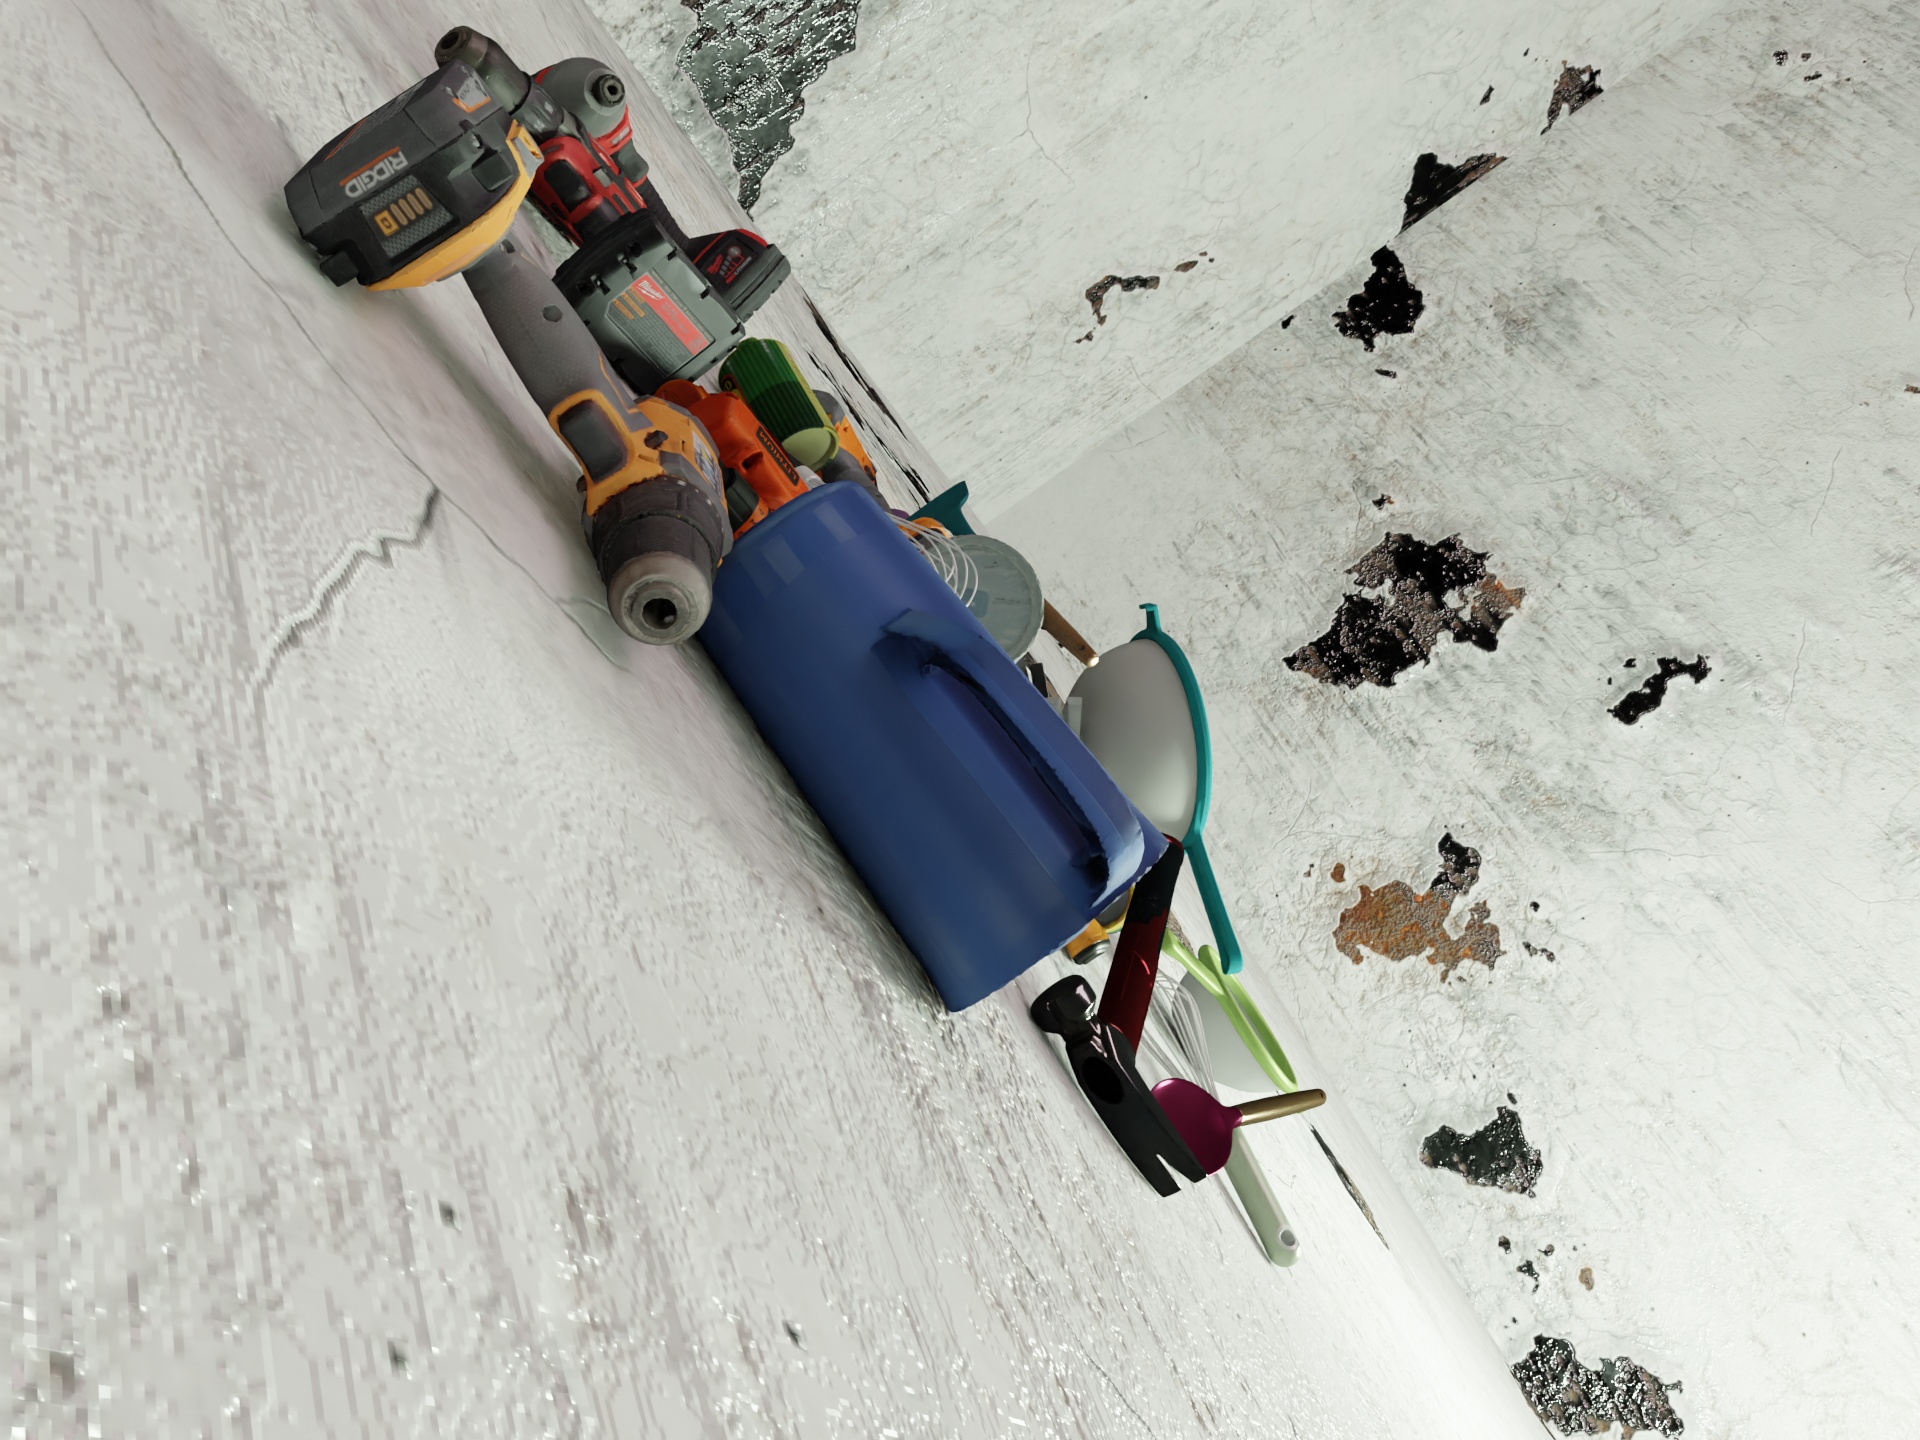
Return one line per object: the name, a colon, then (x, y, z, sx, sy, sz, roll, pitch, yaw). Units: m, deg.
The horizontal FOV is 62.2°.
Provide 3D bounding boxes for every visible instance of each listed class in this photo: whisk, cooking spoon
whisk: (0.189, 0.293, 1.197, 0.057, 0.059, 0.247, -8, 57, -31)
cooking spoon: (0.209, 0.288, 1.162, 0.318, 0.017, 0.069, 13, 48, -57)
whisk: (-0.093, -0.151, 1.127, 0.285, 0.070, 0.070, 41, -1, 31)

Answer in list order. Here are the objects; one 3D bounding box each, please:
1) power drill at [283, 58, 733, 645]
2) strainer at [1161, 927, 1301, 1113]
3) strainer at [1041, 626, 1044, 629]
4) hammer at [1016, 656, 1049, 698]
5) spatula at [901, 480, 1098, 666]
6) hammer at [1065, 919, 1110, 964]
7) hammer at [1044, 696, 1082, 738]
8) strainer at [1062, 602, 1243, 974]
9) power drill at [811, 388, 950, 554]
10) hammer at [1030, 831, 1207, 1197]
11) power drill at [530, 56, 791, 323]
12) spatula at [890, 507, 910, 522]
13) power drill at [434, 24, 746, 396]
power drill: (-0.171, -0.142, 0.657, 0.226, 0.084, 0.186, 57, 7, -30)
strainer: (0.208, 0.254, 1.387, 0.256, 0.069, 0.152, 45, 14, -45)
strainer: (-0.002, -0.120, 1.484, 0.050, 0.087, 0.259, -8, 20, -38)
hammer: (0.053, -0.033, 1.435, 0.334, 0.035, 0.146, 61, 17, -67)
spatula: (0.035, -0.129, 1.381, 0.318, 0.082, 0.044, 50, -7, 43)
hammer: (0.004, 0.043, 1.130, 0.336, 0.034, 0.127, 53, 9, -20)
hammer: (0.077, 0.047, 1.220, 0.405, 0.035, 0.144, 16, 71, -85)
strainer: (0.158, 0.076, 1.412, 0.210, 0.095, 0.341, 104, -24, -53)
power drill: (-0.071, -0.168, 1.389, 0.227, 0.084, 0.164, 56, -1, 30)
hammer: (0.131, 0.171, 1.096, 0.143, 0.038, 0.386, 56, 19, -6)
power drill: (-0.236, -0.396, 1.195, 0.143, 0.078, 0.219, 15, -28, 54)
spatula: (-0.026, -0.109, 1.430, 0.059, 0.018, 0.316, 3, 37, -27)
power drill: (-0.244, -0.330, 1.020, 0.227, 0.080, 0.187, 57, 7, 34)
